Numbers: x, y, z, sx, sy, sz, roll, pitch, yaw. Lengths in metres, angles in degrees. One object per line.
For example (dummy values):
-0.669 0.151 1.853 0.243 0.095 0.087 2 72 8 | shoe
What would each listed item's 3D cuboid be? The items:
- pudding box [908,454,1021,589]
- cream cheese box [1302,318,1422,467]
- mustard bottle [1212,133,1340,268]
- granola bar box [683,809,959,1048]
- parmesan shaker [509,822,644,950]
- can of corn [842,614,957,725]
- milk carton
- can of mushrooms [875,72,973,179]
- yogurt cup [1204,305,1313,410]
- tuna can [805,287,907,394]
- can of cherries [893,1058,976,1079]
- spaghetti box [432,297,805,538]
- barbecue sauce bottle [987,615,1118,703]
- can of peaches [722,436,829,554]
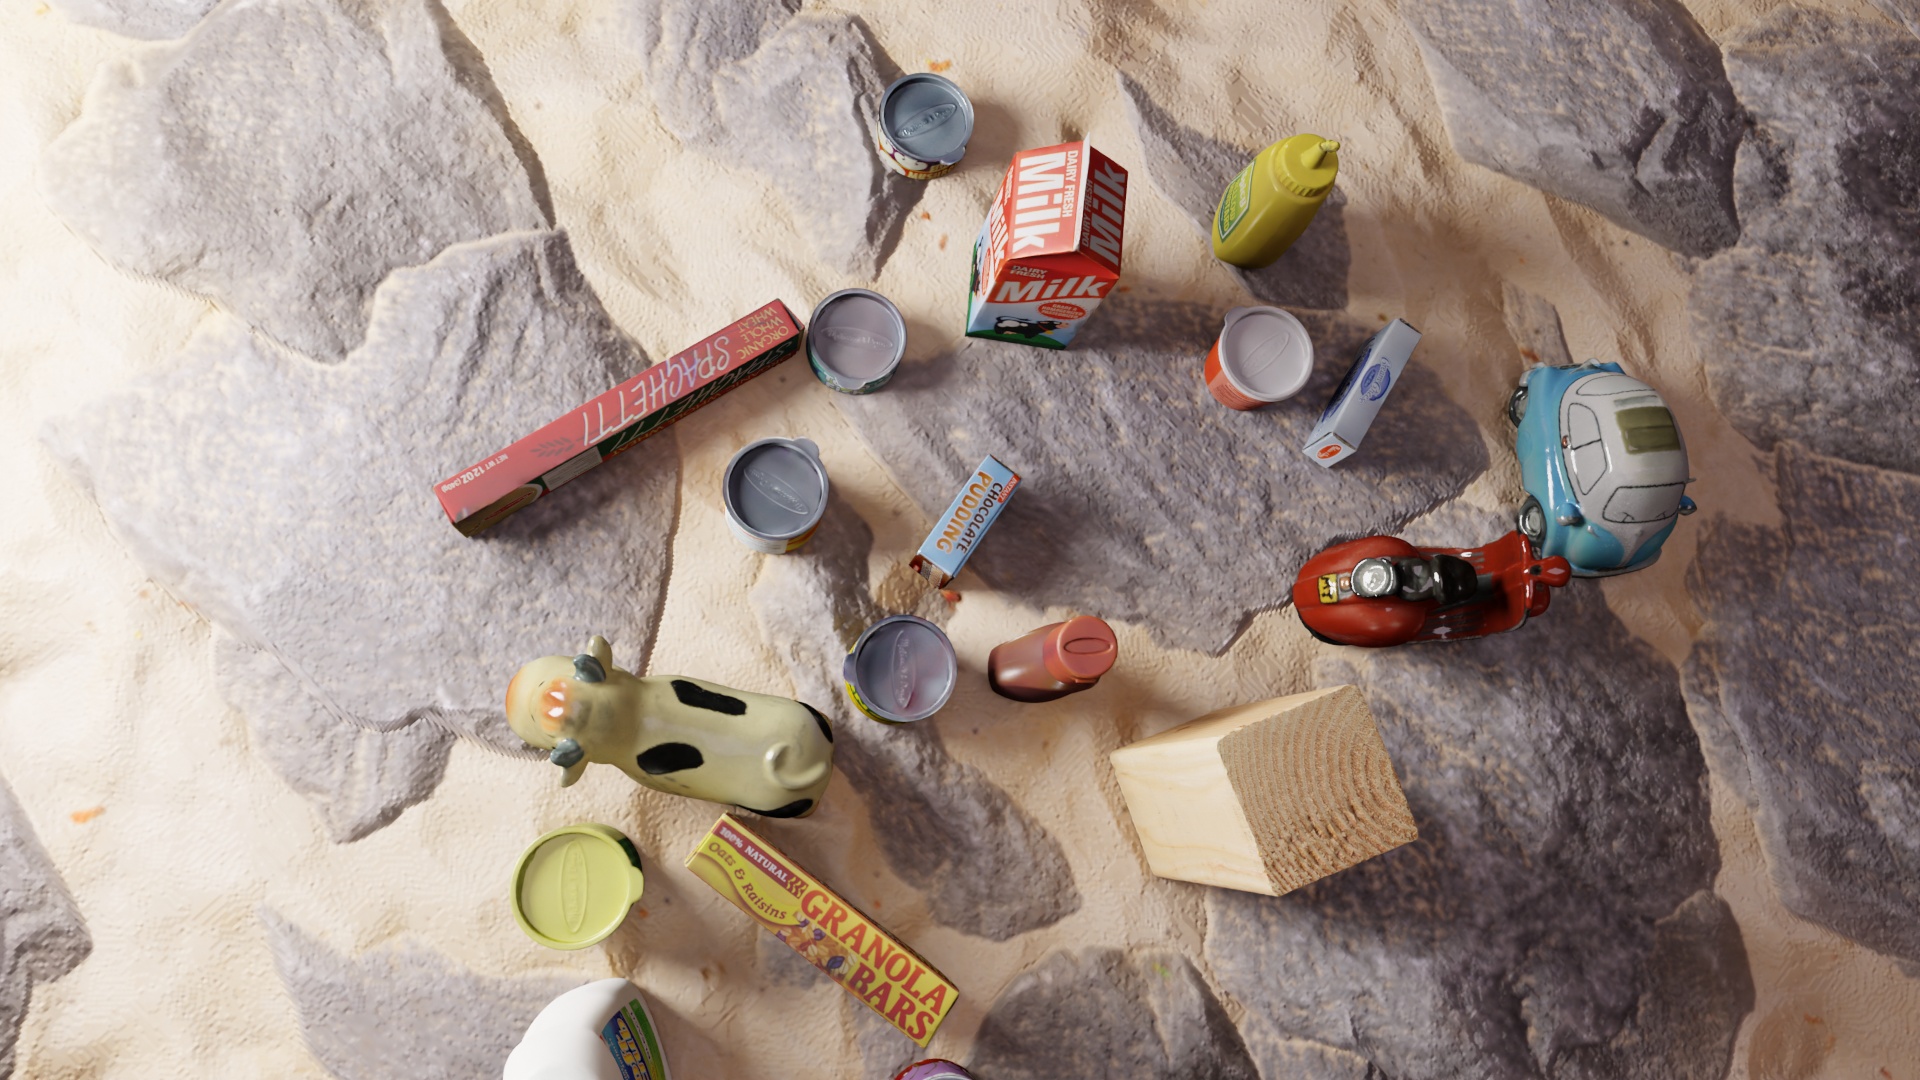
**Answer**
0.003 -0.011 0.912 0.030 0.049 0.084 36 76 -2 | pudding box
0.281 -0.103 0.976 0.024 0.053 0.104 33 76 -2 | cream cheese box
0.216 -0.236 0.936 0.049 0.160 0.065 11 78 -8 | mustard bottle
-0.084 0.222 0.813 0.165 0.124 0.039 38 76 -1 | granola bar box
-0.217 0.198 0.805 0.071 0.103 0.071 2 79 -9 | parmesan shaker
-0.042 0.083 0.881 0.071 0.058 0.071 2 79 -9 | can of corn
0.056 -0.186 0.883 0.073 0.190 0.072 7 78 -8 | milk carton
-0.024 -0.286 0.970 0.071 0.033 0.071 2 79 -9 | can of mushrooms
0.204 -0.123 0.966 0.072 0.054 0.072 2 79 -9 | yogurt cup
-0.071 -0.130 0.931 0.071 0.032 0.071 2 79 -9 | tuna can
-0.010 0.350 0.834 0.071 0.058 0.071 2 79 -9 | can of cherries
-0.213 -0.079 0.888 0.251 0.050 0.028 -32 86 -14 | spaghetti box
0.060 0.074 0.854 0.065 0.148 0.044 0 80 -10 | barbecue sauce bottle
-0.117 -0.029 0.890 0.071 0.058 0.071 2 79 -9 | can of peaches
